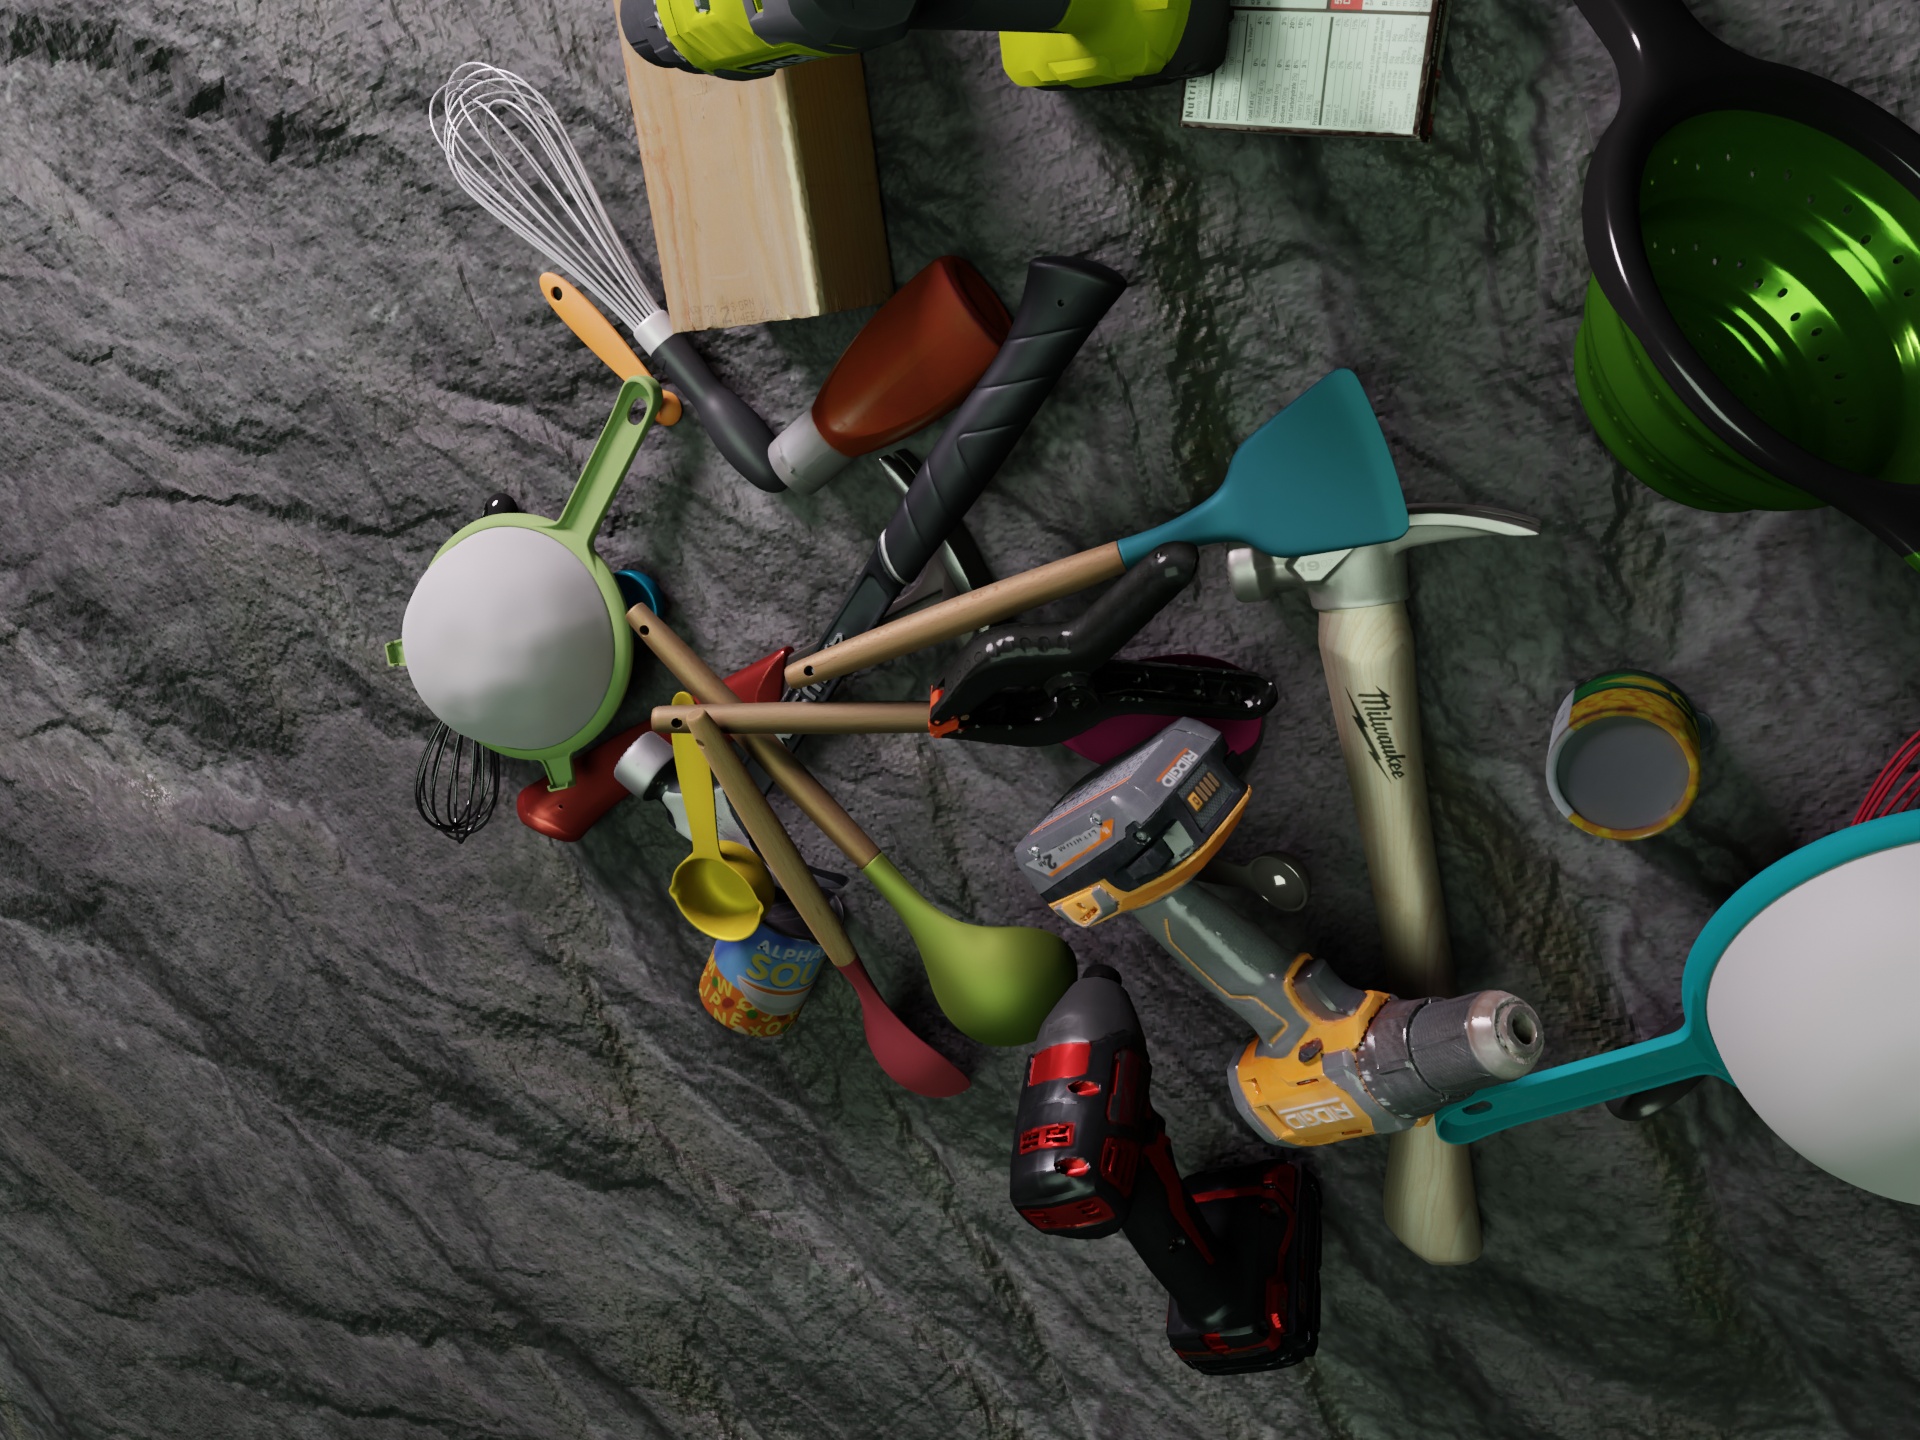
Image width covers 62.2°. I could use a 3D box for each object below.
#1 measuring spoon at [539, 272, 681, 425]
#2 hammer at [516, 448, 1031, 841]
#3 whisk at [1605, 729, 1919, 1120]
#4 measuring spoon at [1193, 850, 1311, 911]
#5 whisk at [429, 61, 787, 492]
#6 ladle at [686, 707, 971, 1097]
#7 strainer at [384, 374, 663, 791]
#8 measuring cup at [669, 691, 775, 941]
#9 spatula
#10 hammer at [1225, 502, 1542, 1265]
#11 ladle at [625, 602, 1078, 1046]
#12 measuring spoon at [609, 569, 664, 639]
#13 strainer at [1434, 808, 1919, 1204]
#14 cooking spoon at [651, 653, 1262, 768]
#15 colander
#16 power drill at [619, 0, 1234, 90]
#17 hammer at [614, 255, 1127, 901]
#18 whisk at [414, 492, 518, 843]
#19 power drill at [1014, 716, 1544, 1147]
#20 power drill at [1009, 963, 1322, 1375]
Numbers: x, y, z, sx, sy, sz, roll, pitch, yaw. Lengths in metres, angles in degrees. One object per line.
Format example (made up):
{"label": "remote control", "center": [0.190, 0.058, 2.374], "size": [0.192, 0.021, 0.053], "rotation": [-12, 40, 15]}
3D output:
{"label": "measuring spoon", "center": [-0.204, -0.214, 0.914], "size": [0.117, 0.011, 0.021], "rotation": [47, 120, 3]}
{"label": "hammer", "center": [-0.136, -0.017, 0.940], "size": [0.359, 0.037, 0.149], "rotation": [-25, 97, 29]}
{"label": "whisk", "center": [0.398, 0.095, 0.730], "size": [0.073, 0.073, 0.295], "rotation": [37, 124, 8]}
{"label": "measuring spoon", "center": [0.136, 0.074, 0.843], "size": [0.124, 0.018, 0.034], "rotation": [9, 128, 48]}
{"label": "whisk", "center": [-0.188, -0.238, 0.877], "size": [0.070, 0.070, 0.284], "rotation": [-36, 96, 30]}
{"label": "ladle", "center": [-0.074, 0.115, 0.890], "size": [0.069, 0.031, 0.315], "rotation": [9, 137, 43]}
{"label": "strainer", "center": [-0.247, -0.086, 0.916], "size": [0.151, 0.069, 0.256], "rotation": [37, 111, 10]}
{"label": "measuring cup", "center": [-0.136, 0.051, 0.884], "size": [0.062, 0.029, 0.156], "rotation": [6, 118, 22]}
{"label": "spatula", "center": [0.053, -0.073, 0.775], "size": [0.317, 0.044, 0.082], "rotation": [-20, 91, 15]}
{"label": "hammer", "center": [0.238, 0.094, 0.812], "size": [0.146, 0.038, 0.410], "rotation": [-5, 106, 24]}
{"label": "ladle", "center": [-0.061, 0.052, 0.859], "size": [0.320, 0.062, 0.078], "rotation": [46, 116, 2]}
{"label": "measuring spoon", "center": [-0.209, -0.042, 0.979], "size": [0.042, 0.021, 0.128], "rotation": [38, 128, 12]}
{"label": "strainer", "center": [0.372, 0.163, 0.695], "size": [0.340, 0.095, 0.210], "rotation": [-25, 122, 27]}
{"label": "cooking spoon", "center": [-0.001, -0.003, 0.831], "size": [0.319, 0.017, 0.068], "rotation": [-1, 112, -1]}
{"label": "colander", "center": [0.279, -0.221, 0.648], "size": [0.397, 0.204, 0.094], "rotation": [62, 155, 12]}
{"label": "power drill", "center": [-0.019, -0.306, 0.671], "size": [0.191, 0.228, 0.080], "rotation": [23, 122, 54]}
{"label": "hammer", "center": [-0.040, -0.067, 0.838], "size": [0.149, 0.036, 0.408], "rotation": [38, 119, 4]}
{"label": "whisk", "center": [-0.307, -0.030, 1.010], "size": [0.055, 0.055, 0.239], "rotation": [21, 110, 16]}
{"label": "power drill", "center": [0.153, 0.108, 0.768], "size": [0.226, 0.084, 0.185], "rotation": [48, 146, -3]}
{"label": "power drill", "center": [0.107, 0.236, 0.834], "size": [0.078, 0.143, 0.219], "rotation": [-21, 126, 30]}
